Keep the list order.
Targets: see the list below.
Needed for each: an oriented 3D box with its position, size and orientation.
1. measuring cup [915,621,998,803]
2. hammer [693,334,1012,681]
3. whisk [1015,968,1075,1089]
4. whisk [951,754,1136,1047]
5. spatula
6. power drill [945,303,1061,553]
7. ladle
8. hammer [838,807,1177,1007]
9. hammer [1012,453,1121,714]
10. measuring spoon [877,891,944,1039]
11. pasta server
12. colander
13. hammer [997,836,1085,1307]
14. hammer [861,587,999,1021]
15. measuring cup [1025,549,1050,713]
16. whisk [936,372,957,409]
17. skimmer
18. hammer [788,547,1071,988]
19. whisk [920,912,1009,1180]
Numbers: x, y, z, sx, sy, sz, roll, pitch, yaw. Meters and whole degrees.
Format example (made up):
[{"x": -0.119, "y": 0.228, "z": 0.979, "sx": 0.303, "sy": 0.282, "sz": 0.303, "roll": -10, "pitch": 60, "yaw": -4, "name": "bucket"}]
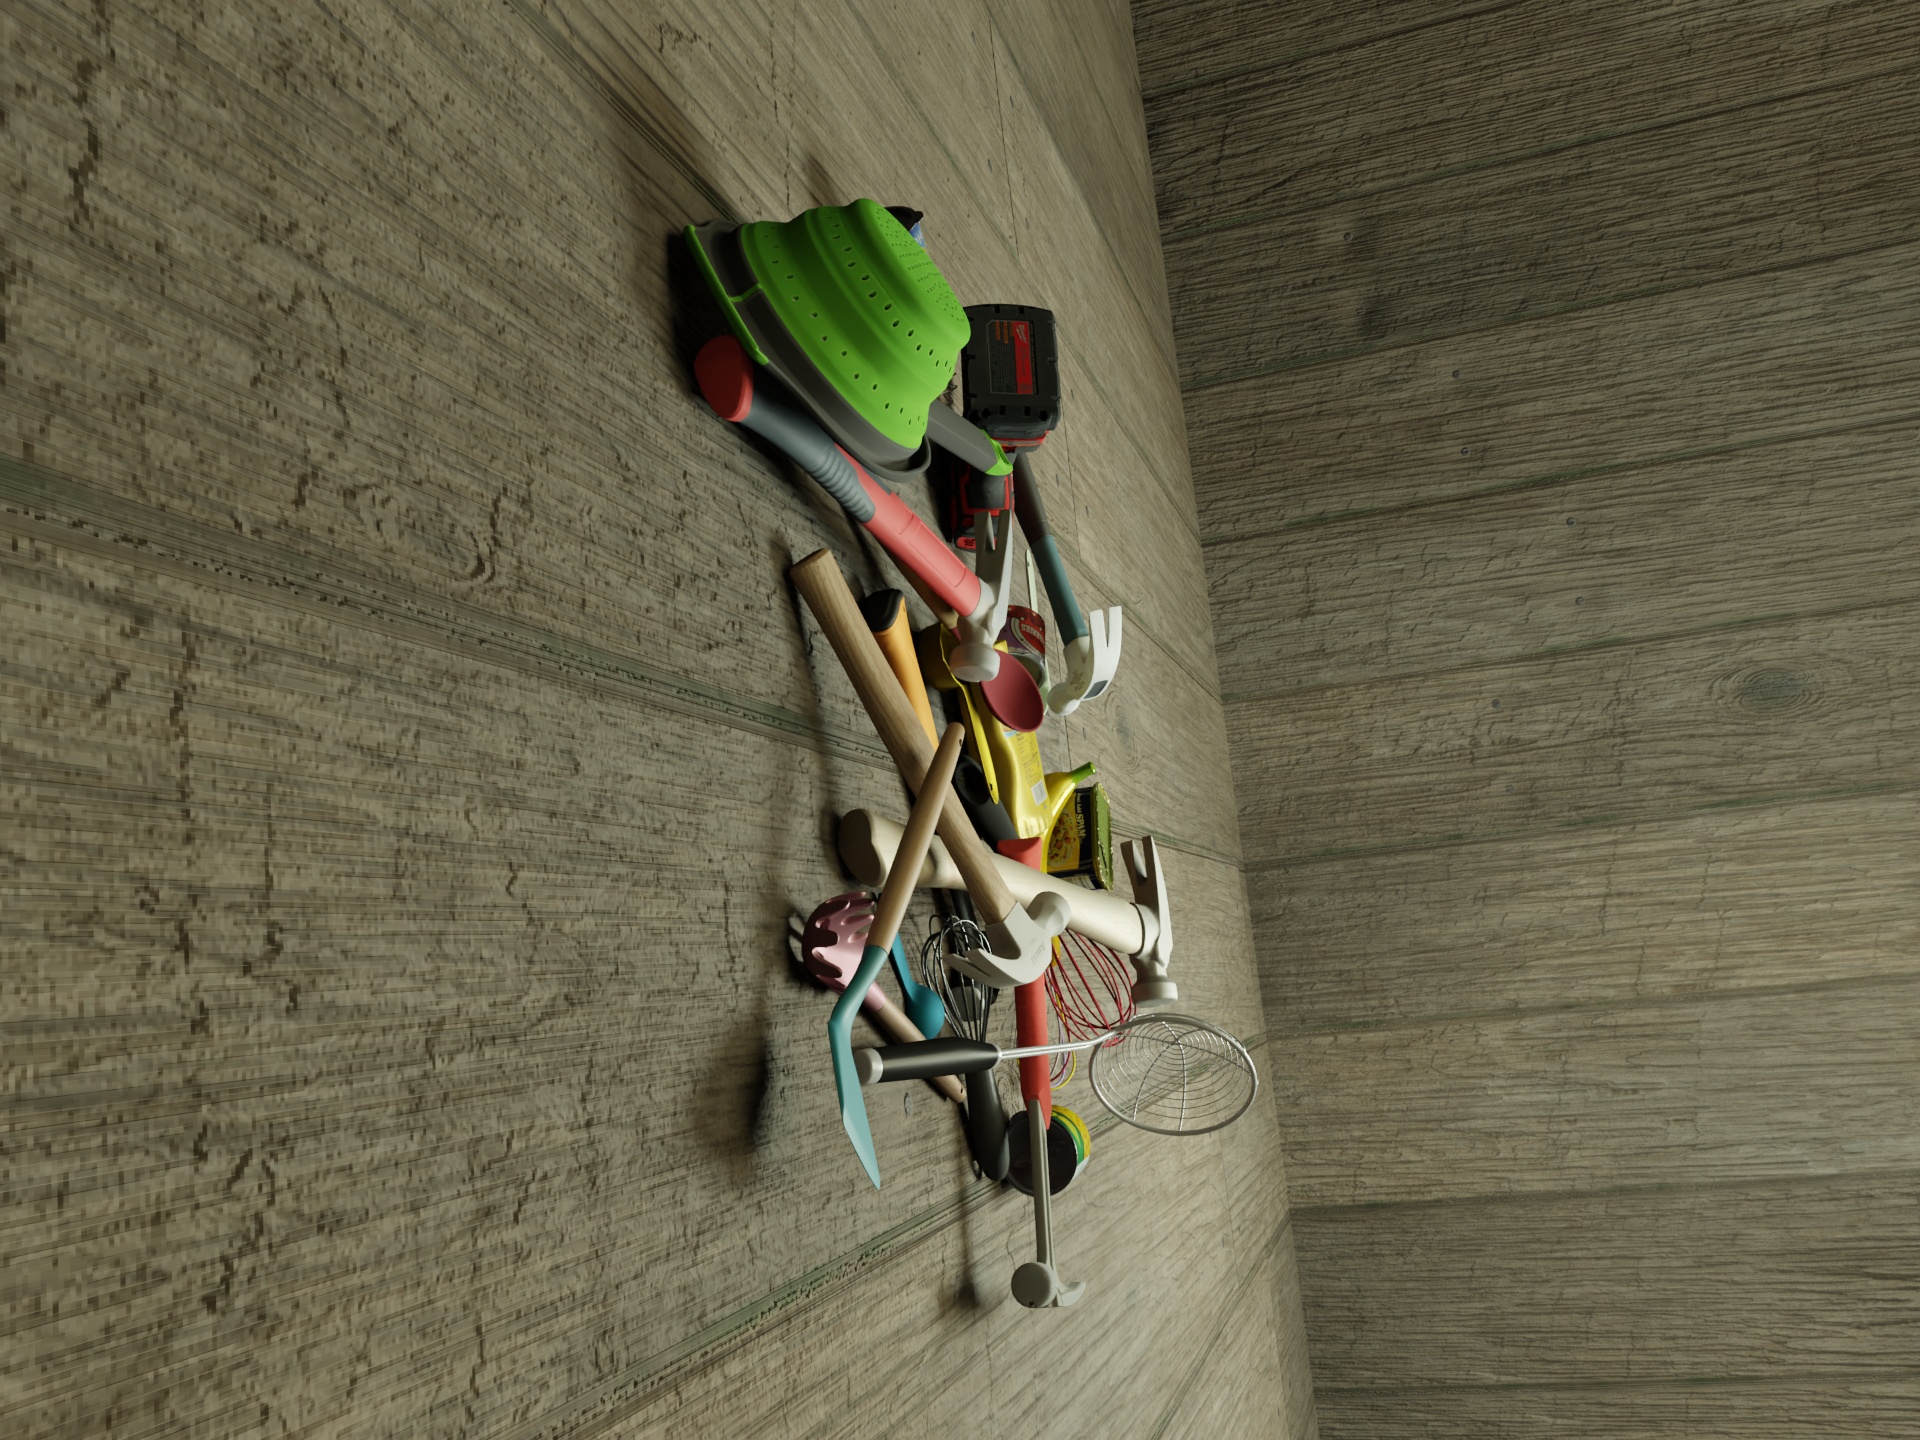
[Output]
[{"x": -0.002, "y": -0.004, "z": 1.297, "sx": 0.062, "sy": 0.029, "sz": 0.156, "roll": -29, "pitch": 104, "yaw": -69, "name": "measuring cup"}, {"x": -0.058, "y": -0.162, "z": 1.093, "sx": 0.385, "sy": 0.038, "sz": 0.143, "roll": 39, "pitch": 53, "yaw": -57, "name": "hammer"}, {"x": 0.079, "y": 0.234, "z": 1.455, "sx": 0.245, "sy": 0.047, "sz": 0.051, "roll": -86, "pitch": 159, "yaw": -46, "name": "whisk"}, {"x": 0.067, "y": 0.155, "z": 1.341, "sx": 0.295, "sy": 0.073, "sz": 0.073, "roll": 60, "pitch": 21, "yaw": -13, "name": "whisk"}, {"x": -0.033, "y": 0.122, "z": 0.966, "sx": 0.082, "sy": 0.044, "sz": 0.318, "roll": 73, "pitch": 28, "yaw": -45, "name": "spatula"}, {"x": 0.027, "y": -0.253, "z": 1.368, "sx": 0.219, "sy": 0.078, "sz": 0.143, "roll": 108, "pitch": -18, "yaw": -66, "name": "power drill"}, {"x": -0.018, "y": -0.093, "z": 1.242, "sx": 0.315, "sy": 0.031, "sz": 0.069, "roll": 51, "pitch": 36, "yaw": -41, "name": "ladle"}, {"x": 0.048, "y": 0.119, "z": 1.210, "sx": 0.410, "sy": 0.038, "sz": 0.146, "roll": 25, "pitch": 53, "yaw": -50, "name": "hammer"}, {"x": 0.070, "y": -0.177, "z": 1.477, "sx": 0.128, "sy": 0.033, "sz": 0.331, "roll": -40, "pitch": -114, "yaw": 60, "name": "hammer"}, {"x": -0.033, "y": 0.175, "z": 1.132, "sx": 0.042, "sy": 0.021, "sz": 0.128, "roll": -71, "pitch": 149, "yaw": -59, "name": "measuring spoon"}, {"x": -0.041, "y": 0.200, "z": 1.068, "sx": 0.315, "sy": 0.040, "sz": 0.060, "roll": 61, "pitch": 38, "yaw": -53, "name": "pasta server"}, {"x": -0.025, "y": -0.250, "z": 1.079, "sx": 0.205, "sy": 0.094, "sz": 0.396, "roll": 61, "pitch": 19, "yaw": 19, "name": "colander"}, {"x": 0.060, "y": 0.270, "z": 1.250, "sx": 0.149, "sy": 0.037, "sz": 0.359, "roll": 50, "pitch": 35, "yaw": -68, "name": "hammer"}, {"x": -0.017, "y": 0.058, "z": 1.230, "sx": 0.127, "sy": 0.034, "sz": 0.336, "roll": -59, "pitch": 138, "yaw": -64, "name": "hammer"}, {"x": 0.056, "y": -0.084, "z": 1.538, "sx": 0.083, "sy": 0.038, "sz": 0.168, "roll": 34, "pitch": 51, "yaw": -67, "name": "measuring cup"}, {"x": -0.064, "y": -0.232, "z": 1.195, "sx": 0.285, "sy": 0.070, "sz": 0.070, "roll": -49, "pitch": 129, "yaw": -63, "name": "whisk"}, {"x": 0.072, "y": 0.260, "z": 1.126, "sx": 0.363, "sy": 0.127, "sz": 0.090, "roll": 7, "pitch": 49, "yaw": -46, "name": "skimmer"}, {"x": -0.026, "y": 0.037, "z": 1.076, "sx": 0.331, "sy": 0.031, "sz": 0.130, "roll": 62, "pitch": 32, "yaw": -13, "name": "hammer"}, {"x": 0.009, "y": 0.251, "z": 1.207, "sx": 0.055, "sy": 0.055, "sz": 0.238, "roll": -63, "pitch": 146, "yaw": -64, "name": "whisk"}]
